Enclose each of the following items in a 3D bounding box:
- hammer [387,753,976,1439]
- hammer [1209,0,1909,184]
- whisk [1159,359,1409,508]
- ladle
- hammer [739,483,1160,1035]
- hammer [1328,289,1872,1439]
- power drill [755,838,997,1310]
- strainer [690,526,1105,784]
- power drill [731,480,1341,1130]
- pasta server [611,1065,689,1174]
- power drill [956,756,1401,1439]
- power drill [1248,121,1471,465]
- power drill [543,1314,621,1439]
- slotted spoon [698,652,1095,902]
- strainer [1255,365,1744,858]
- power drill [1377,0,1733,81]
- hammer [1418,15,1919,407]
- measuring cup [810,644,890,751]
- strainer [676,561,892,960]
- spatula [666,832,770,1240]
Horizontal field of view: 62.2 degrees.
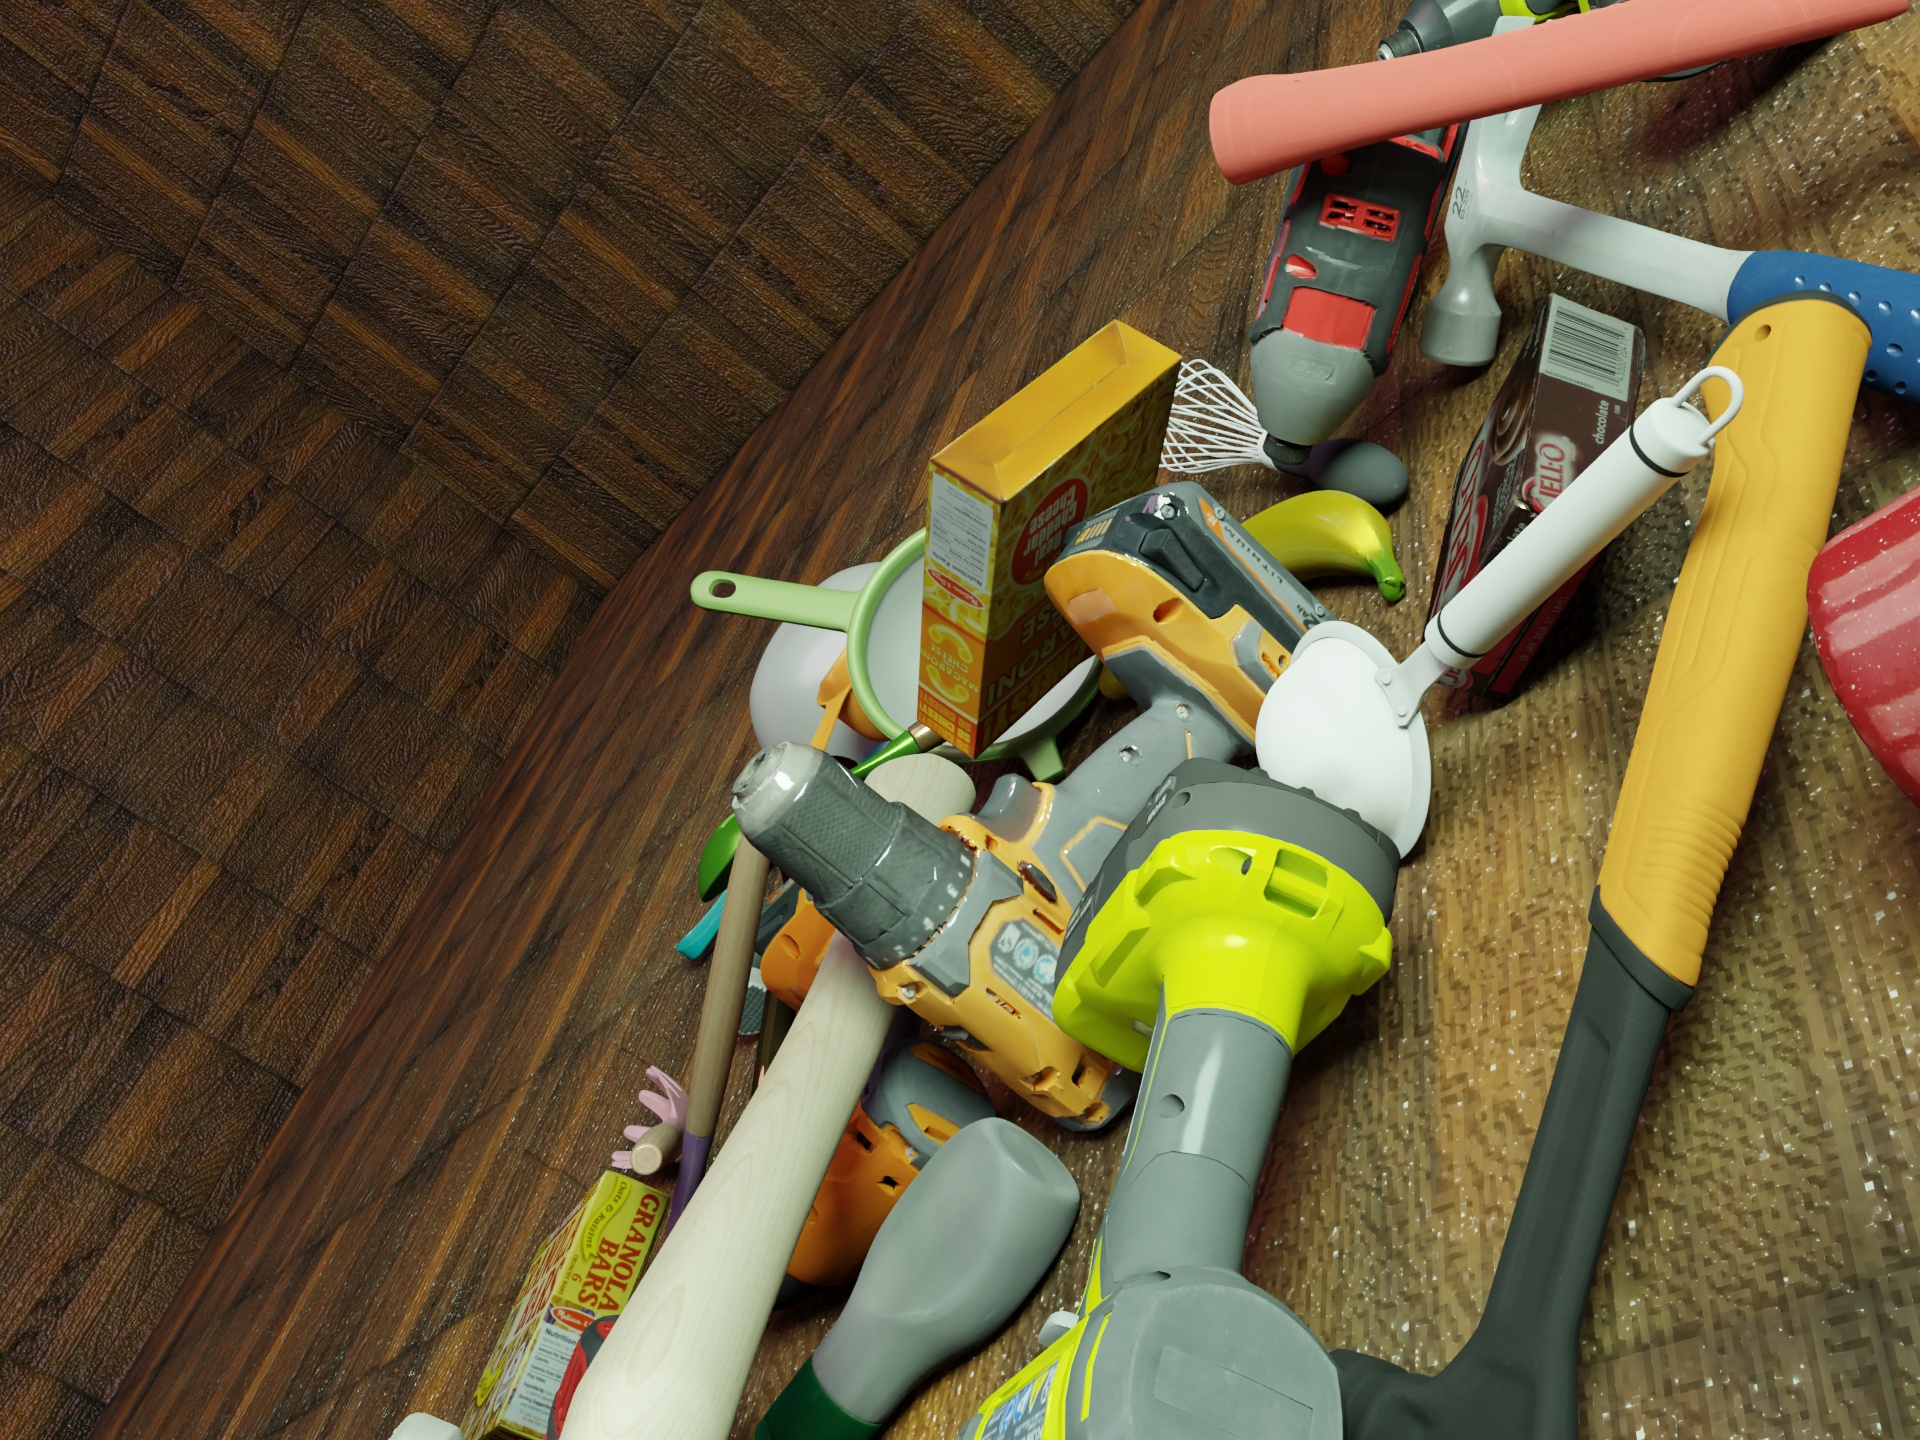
[{"bbox_3d":[-0.045,0.135,0.573,0.411,0.146,0.038,-65,-4,-57],"label":"hammer"},{"bbox_3d":[0.249,-0.223,0.514,0.359,0.036,0.149,-2,43,34],"label":"hammer"},{"bbox_3d":[0.153,-0.146,0.821,0.070,0.070,0.285,-51,23,4],"label":"whisk"},{"bbox_3d":[-0.096,0.136,0.872,0.069,0.031,0.316,-28,39,30],"label":"ladle"},{"bbox_3d":[-0.016,0.008,0.979,0.409,0.036,0.149,-50,17,7],"label":"hammer"},{"bbox_3d":[0.178,0.033,0.387,0.127,0.034,0.337,-16,47,63],"label":"hammer"},{"bbox_3d":[-0.055,0.154,0.728,0.164,0.084,0.227,-46,22,26],"label":"power drill"},{"bbox_3d":[-0.030,-0.046,0.897,0.256,0.069,0.151,10,71,22],"label":"strainer"},{"bbox_3d":[0.035,0.013,0.606,0.226,0.185,0.084,-57,18,-22],"label":"power drill"},{"bbox_3d":[-0.159,0.212,0.812,0.316,0.040,0.060,124,167,-76],"label":"pasta server"},{"bbox_3d":[0.051,0.142,0.457,0.190,0.080,0.229,117,176,-49],"label":"power drill"},{"bbox_3d":[0.179,-0.215,0.737,0.220,0.078,0.143,-61,-14,-55],"label":"power drill"},{"bbox_3d":[-0.116,0.326,0.529,0.227,0.080,0.188,4,76,70],"label":"power drill"},{"bbox_3d":[-0.001,-0.003,0.804,0.314,0.031,0.070,-31,-8,-5],"label":"slotted spoon"},{"bbox_3d":[0.148,-0.023,0.493,0.087,0.050,0.258,70,153,23],"label":"strainer"},{"bbox_3d":[0.301,-0.342,0.724,0.171,0.080,0.223,-26,21,3],"label":"power drill"},{"bbox_3d":[0.256,-0.150,0.526,0.406,0.035,0.144,-109,21,-64],"label":"hammer"},{"bbox_3d":[-0.053,0.000,0.945,0.095,0.052,0.174,-36,24,43],"label":"measuring cup"},{"bbox_3d":[-0.123,0.009,1.140,0.340,0.095,0.211,-54,18,-9],"label":"strainer"},{"bbox_3d":[-0.115,0.167,0.731,0.060,0.018,0.315,-85,8,-58],"label":"spatula"}]
